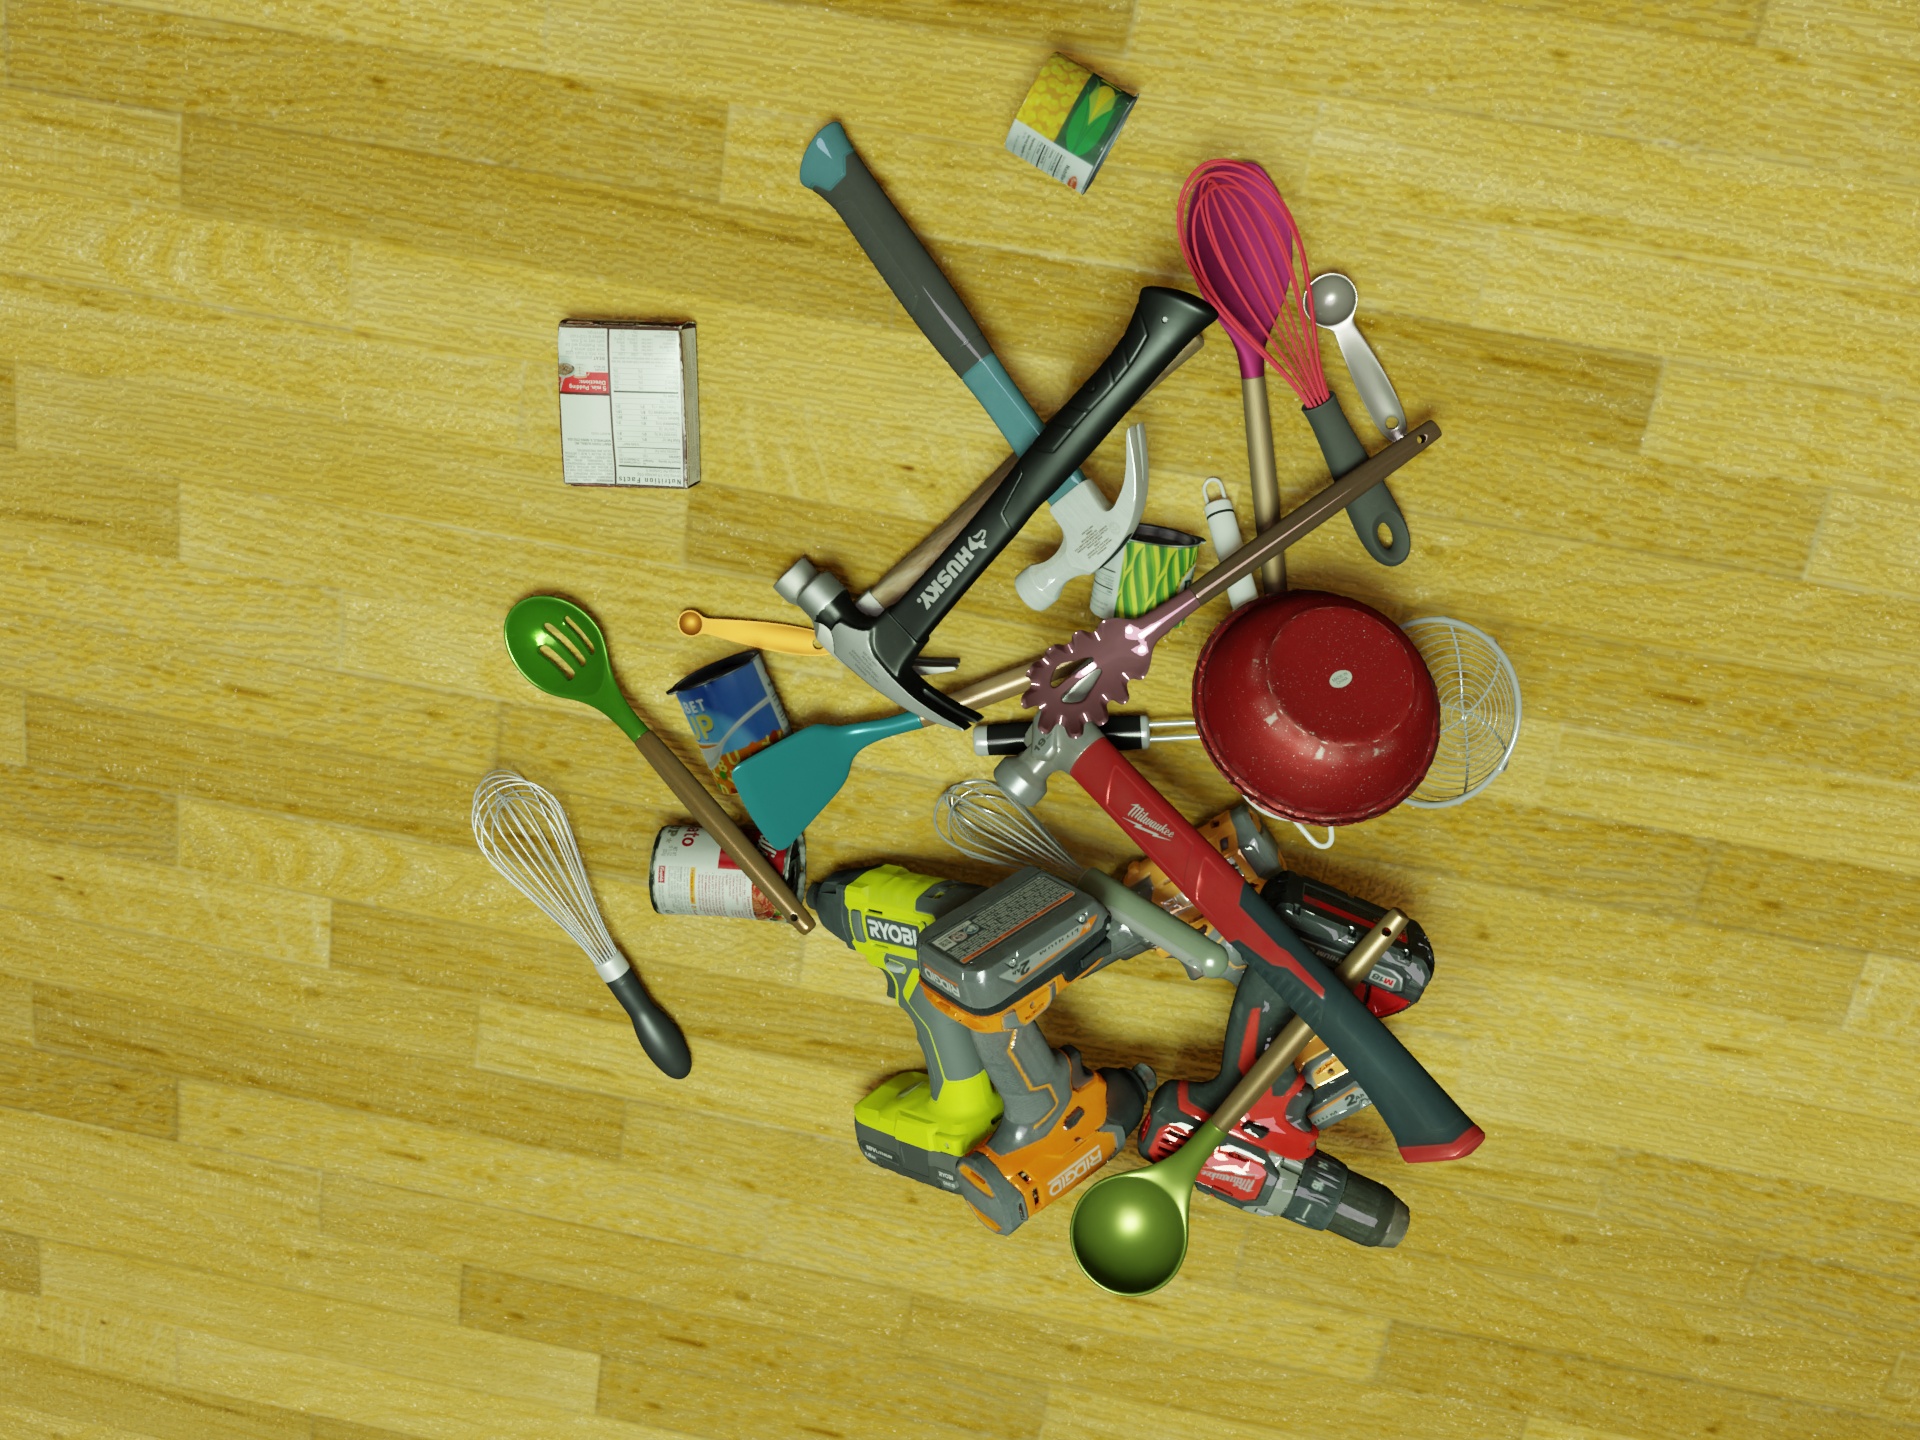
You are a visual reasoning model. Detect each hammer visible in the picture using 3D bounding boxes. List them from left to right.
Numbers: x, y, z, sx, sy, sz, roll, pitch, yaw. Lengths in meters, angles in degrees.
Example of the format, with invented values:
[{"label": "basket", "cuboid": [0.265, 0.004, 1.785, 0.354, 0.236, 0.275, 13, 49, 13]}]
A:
[{"label": "hammer", "cuboid": [0.002, -0.238, 1.024, 0.128, 0.033, 0.331, -36, 90, 27]}, {"label": "hammer", "cuboid": [0.031, -0.152, 1.078, 0.331, 0.031, 0.130, -41, 98, 16]}, {"label": "hammer", "cuboid": [0.040, -0.136, 1.000, 0.146, 0.035, 0.334, 46, 118, 6]}, {"label": "hammer", "cuboid": [0.185, 0.110, 0.995, 0.143, 0.038, 0.387, -49, 61, 12]}]

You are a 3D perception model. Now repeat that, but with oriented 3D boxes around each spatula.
[{"label": "spatula", "cuboid": [-0.002, -0.004, 1.107, 0.317, 0.044, 0.082, -21, 126, 5]}]

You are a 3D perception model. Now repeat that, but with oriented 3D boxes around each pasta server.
[{"label": "pasta server", "cuboid": [0.173, -0.094, 1.016, 0.316, 0.040, 0.060, -35, 97, 5]}]

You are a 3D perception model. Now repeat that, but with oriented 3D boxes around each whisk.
[{"label": "whisk", "cuboid": [-0.280, 0.159, 1.197, 0.070, 0.070, 0.284, -24, 108, 13]}, {"label": "whisk", "cuboid": [0.079, 0.108, 1.092, 0.246, 0.059, 0.057, 30, 155, 30]}, {"label": "whisk", "cuboid": [0.220, -0.220, 1.012, 0.073, 0.073, 0.295, -27, 113, 14]}]

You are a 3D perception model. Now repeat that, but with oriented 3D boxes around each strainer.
[{"label": "strainer", "cuboid": [0.195, -0.041, 1.043, 0.087, 0.050, 0.258, -22, 74, 31]}]

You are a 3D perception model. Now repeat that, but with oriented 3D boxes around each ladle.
[{"label": "ladle", "cuboid": [0.179, 0.244, 1.014, 0.078, 0.062, 0.320, 39, 108, 11]}]

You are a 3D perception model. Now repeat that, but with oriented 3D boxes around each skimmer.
[{"label": "skimmer", "cuboid": [0.184, 0.002, 1.076, 0.363, 0.090, 0.127, -3, 85, 9]}]

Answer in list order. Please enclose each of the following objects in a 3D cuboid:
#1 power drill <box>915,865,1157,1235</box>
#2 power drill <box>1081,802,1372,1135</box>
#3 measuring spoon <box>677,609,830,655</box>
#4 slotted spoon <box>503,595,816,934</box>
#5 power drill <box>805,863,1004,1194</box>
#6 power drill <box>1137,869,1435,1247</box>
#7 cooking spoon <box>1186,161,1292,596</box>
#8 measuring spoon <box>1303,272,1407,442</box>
[{"label": "power drill", "cuboid": [0.060, 0.217, 1.071, 0.164, 0.084, 0.226, -28, 121, -30]}, {"label": "power drill", "cuboid": [0.186, 0.195, 1.144, 0.185, 0.084, 0.226, -32, 97, 15]}, {"label": "measuring spoon", "cuboid": [-0.144, -0.062, 1.138, 0.117, 0.011, 0.021, 9, 104, 0]}, {"label": "slotted spoon", "cuboid": [-0.210, 0.032, 1.128, 0.070, 0.031, 0.314, -45, 82, 17]}, {"label": "power drill", "cuboid": [-0.033, 0.215, 1.155, 0.171, 0.080, 0.223, 5, 111, 42]}, {"label": "power drill", "cuboid": [0.240, 0.235, 1.063, 0.188, 0.080, 0.226, 22, 106, 8]}, {"label": "cooking spoon", "cuboid": [0.195, -0.201, 1.050, 0.068, 0.017, 0.318, -11, 106, -5]}, {"label": "measuring spoon", "cuboid": [0.260, -0.236, 1.038, 0.034, 0.018, 0.124, -27, 109, 17]}]
